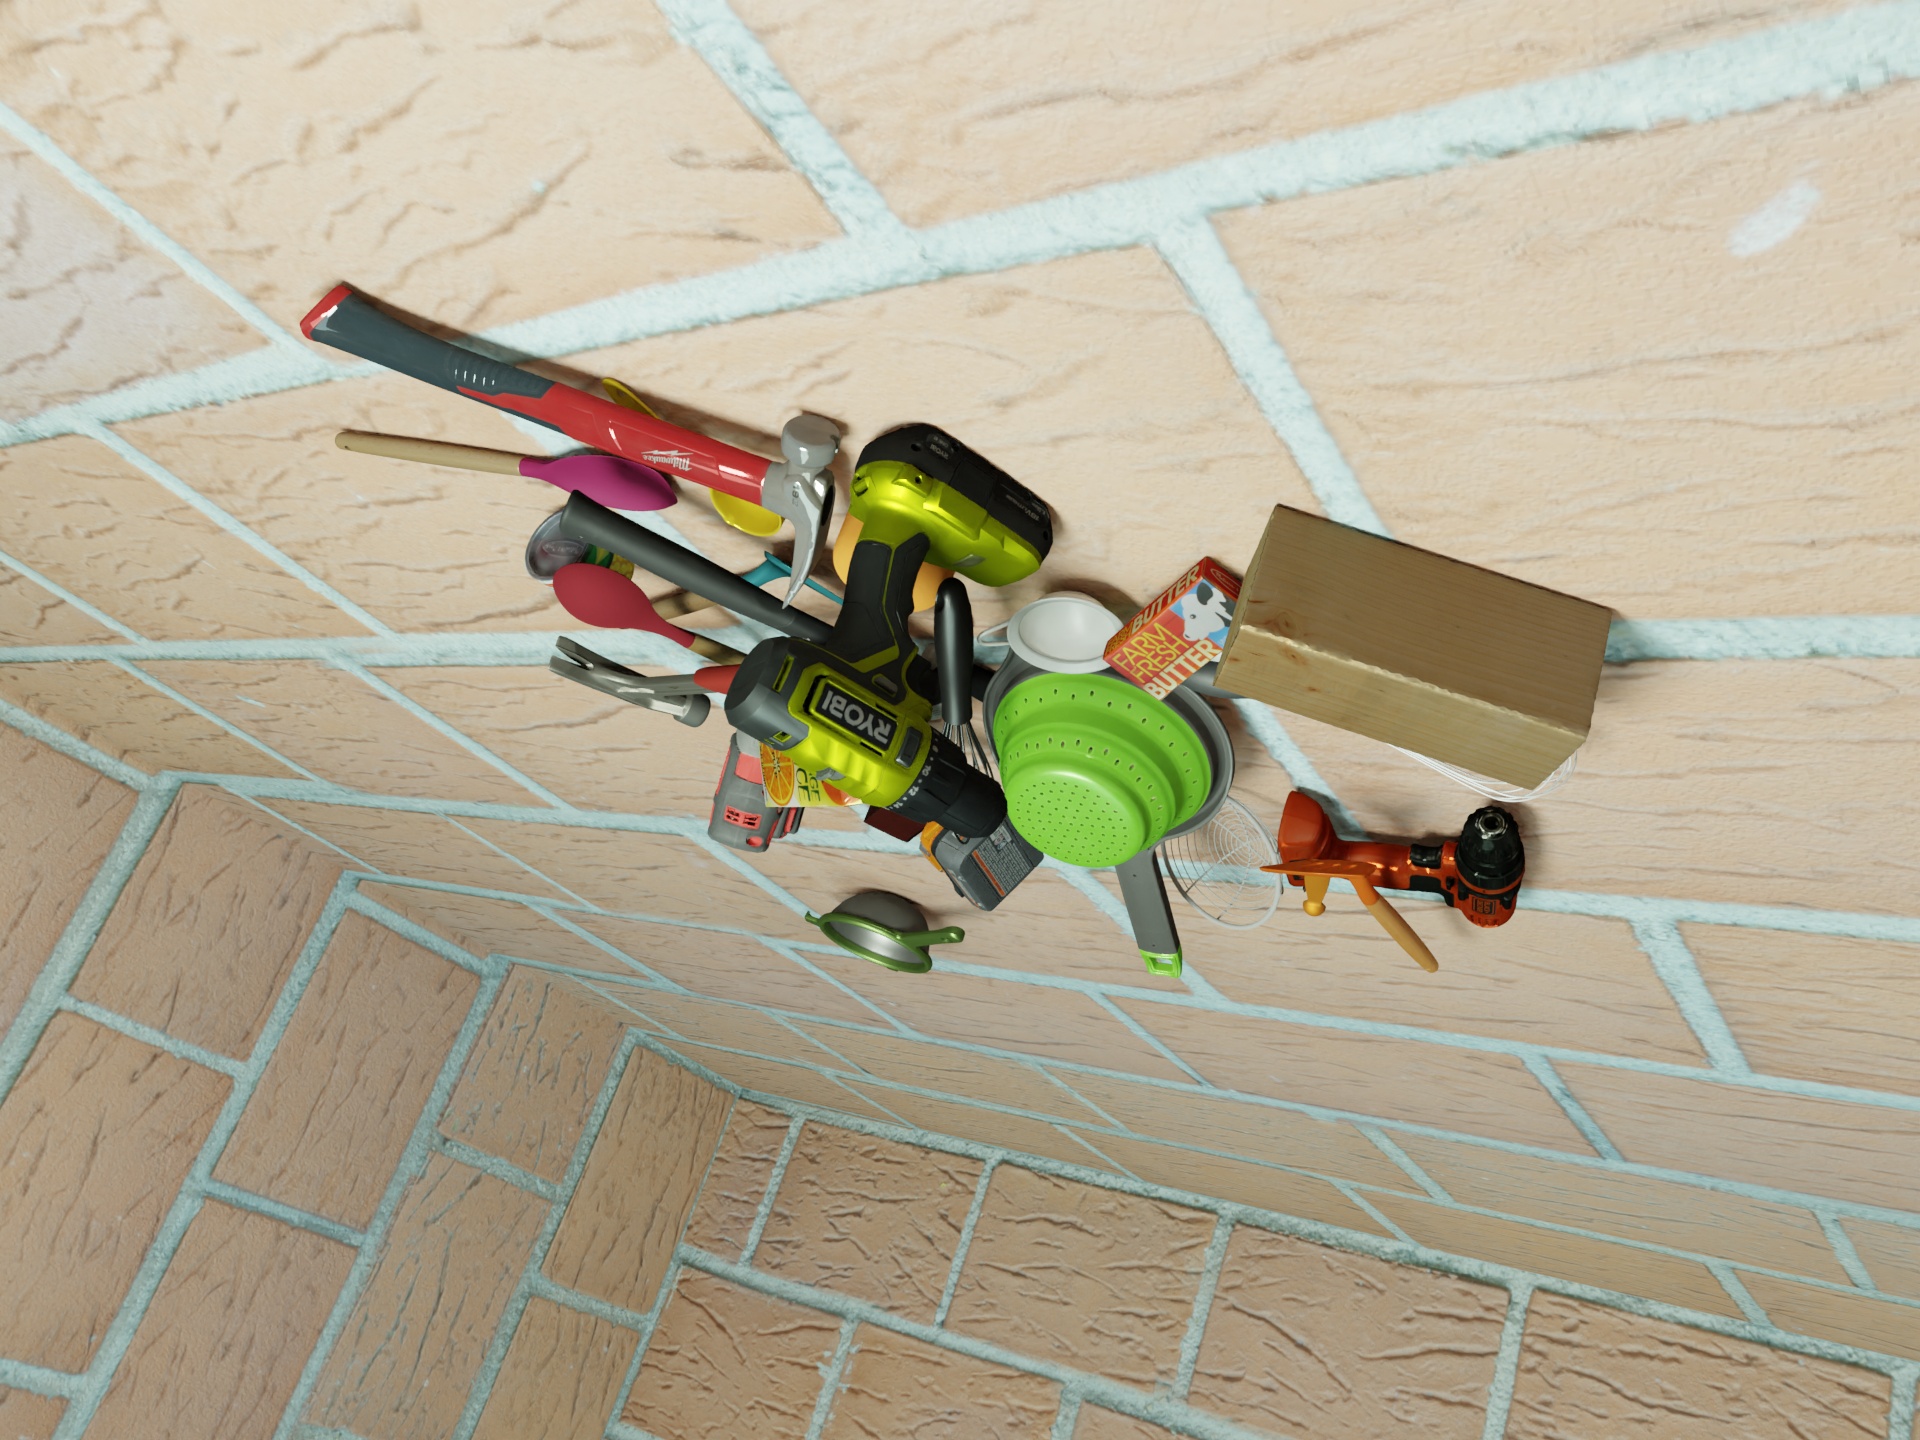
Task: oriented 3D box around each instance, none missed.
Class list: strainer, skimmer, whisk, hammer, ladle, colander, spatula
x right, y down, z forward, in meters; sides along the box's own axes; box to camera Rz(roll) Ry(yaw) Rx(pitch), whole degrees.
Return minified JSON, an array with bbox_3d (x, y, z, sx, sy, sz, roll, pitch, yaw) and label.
[{"bbox_3d":[-0.065,0.242,1.917,0.151,0.069,0.256,34,153,-25],"label":"strainer"},{"bbox_3d":[0.114,0.055,1.312,0.363,0.090,0.127,30,147,-19],"label":"skimmer"},{"bbox_3d":[0.275,-0.007,1.092,0.285,0.070,0.070,16,158,25],"label":"whisk"},{"bbox_3d":[-0.002,-0.003,1.154,0.055,0.055,0.238,13,132,18],"label":"whisk"},{"bbox_3d":[-0.270,-0.199,1.087,0.386,0.038,0.143,21,134,6],"label":"hammer"},{"bbox_3d":[-0.141,-0.083,1.181,0.334,0.035,0.146,27,161,-24],"label":"hammer"},{"bbox_3d":[-0.210,-0.060,1.335,0.069,0.031,0.315,-20,151,32],"label":"ladle"},{"bbox_3d":[0.120,0.104,1.264,0.204,0.095,0.396,4,135,26],"label":"colander"},{"bbox_3d":[-0.197,-0.096,1.288,0.082,0.044,0.317,30,154,-35],"label":"spatula"},{"bbox_3d":[0.142,-0.056,1.106,0.258,0.050,0.086,9,147,13],"label":"strainer"},{"bbox_3d":[-0.174,-0.035,1.235,0.149,0.037,0.359,25,163,-38],"label":"hammer"},{"bbox_3d":[0.335,0.159,1.281,0.081,0.041,0.322,1,156,34],"label":"spatula"}]

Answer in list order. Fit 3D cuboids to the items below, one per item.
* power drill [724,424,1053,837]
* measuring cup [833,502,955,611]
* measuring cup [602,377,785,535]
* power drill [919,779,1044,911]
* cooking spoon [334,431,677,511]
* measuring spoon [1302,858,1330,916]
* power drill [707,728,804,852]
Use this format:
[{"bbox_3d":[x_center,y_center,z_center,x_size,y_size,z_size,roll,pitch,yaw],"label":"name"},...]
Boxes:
[{"bbox_3d":[-0.025,-0.051,1.008,0.190,0.229,0.080,31,155,-23],"label":"power drill"},{"bbox_3d":[-0.032,-0.093,1.149,0.095,0.052,0.173,9,153,26],"label":"measuring cup"},{"bbox_3d":[-0.181,-0.190,1.107,0.156,0.029,0.062,41,147,-16],"label":"measuring cup"},{"bbox_3d":[-0.033,0.062,1.387,0.227,0.084,0.164,41,170,32],"label":"power drill"},{"bbox_3d":[-0.358,-0.200,1.232,0.319,0.017,0.068,11,155,21],"label":"cooking spoon"},{"bbox_3d":[0.291,0.139,1.303,0.021,0.011,0.116,12,156,16],"label":"measuring spoon"},{"bbox_3d":[-0.174,0.042,1.428,0.078,0.143,0.219,16,177,-2],"label":"power drill"}]
